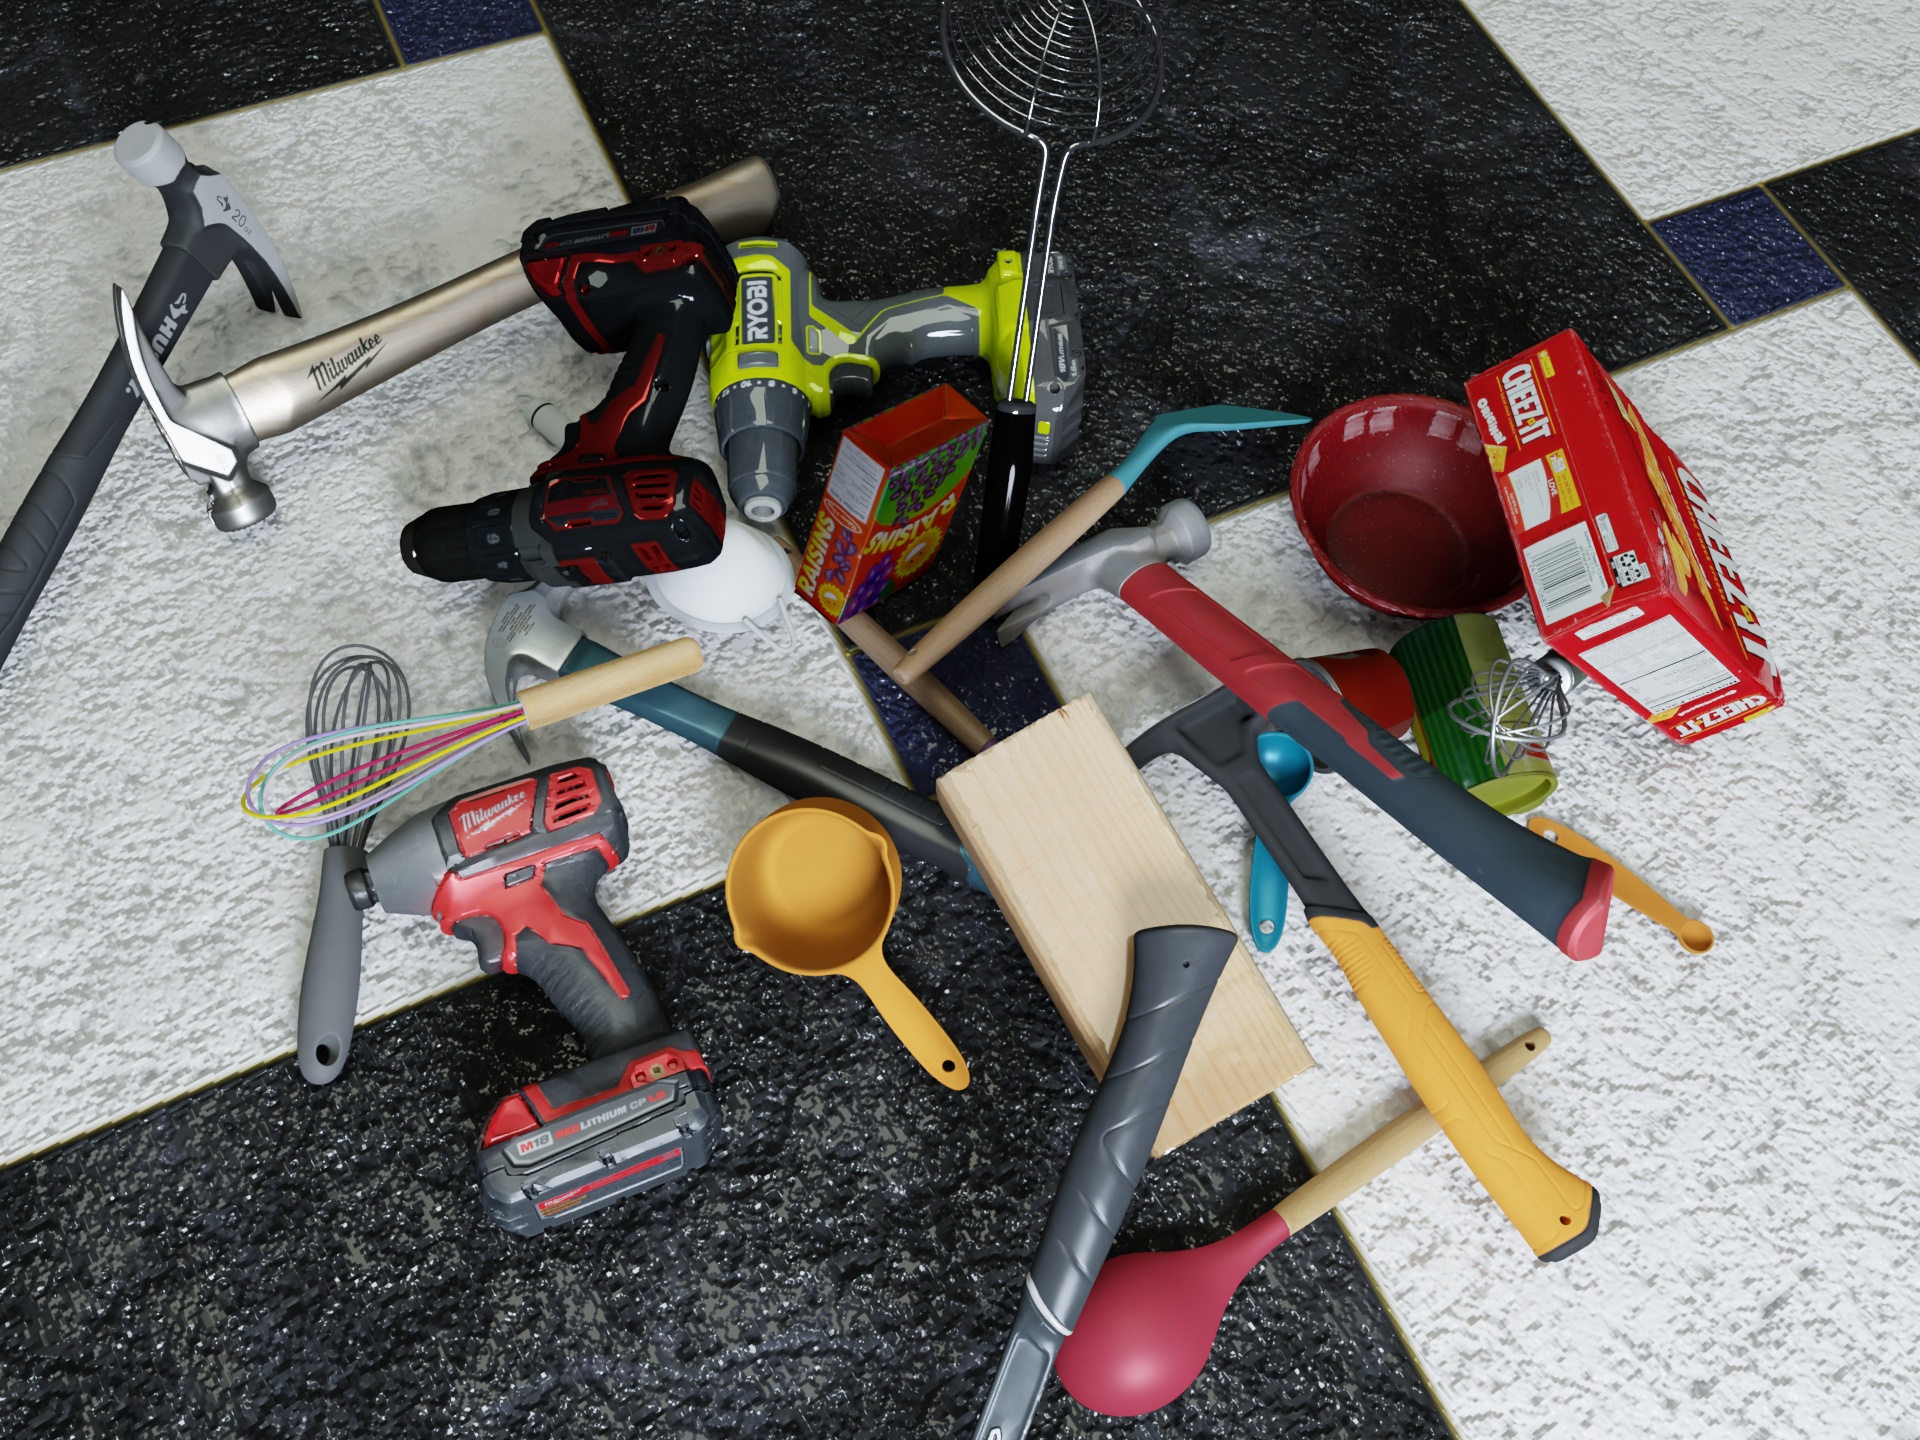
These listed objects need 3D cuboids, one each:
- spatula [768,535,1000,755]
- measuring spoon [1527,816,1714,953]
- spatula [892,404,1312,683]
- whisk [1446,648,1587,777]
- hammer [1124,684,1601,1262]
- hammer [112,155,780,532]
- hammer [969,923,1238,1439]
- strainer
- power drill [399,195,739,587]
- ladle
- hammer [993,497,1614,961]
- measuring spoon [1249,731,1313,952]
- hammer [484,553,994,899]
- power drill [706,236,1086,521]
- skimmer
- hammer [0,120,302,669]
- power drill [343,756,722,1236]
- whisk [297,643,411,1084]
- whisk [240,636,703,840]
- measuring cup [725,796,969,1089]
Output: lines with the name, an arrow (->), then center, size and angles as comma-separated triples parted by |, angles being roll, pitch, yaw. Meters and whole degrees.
spatula -> -0.001, -0.003, 0.910 | 0.316, 0.018, 0.060 | 43, 53, 16
measuring spoon -> 0.369, 0.093, 0.895 | 0.117, 0.011, 0.021 | 38, 67, 18
spatula -> 0.079, -0.114, 0.933 | 0.317, 0.044, 0.082 | -42, 38, -23
whisk -> 0.318, -0.020, 0.861 | 0.058, 0.059, 0.246 | 8, 16, 31
hammer -> 0.206, 0.128, 0.828 | 0.127, 0.034, 0.337 | -29, 67, -10
hammer -> -0.292, -0.269, 0.973 | 0.410, 0.146, 0.038 | -32, 35, -23
hammer -> 0.036, 0.279, 0.701 | 0.149, 0.036, 0.409 | 22, 82, 4
strainer -> -0.185, -0.129, 0.940 | 0.259, 0.050, 0.087 | 39, 54, 24
power drill -> -0.220, -0.178, 0.912 | 0.188, 0.080, 0.227 | -5, 65, 15
ladle -> 0.181, 0.239, 0.799 | 0.315, 0.031, 0.069 | -29, 69, -19
hammer -> 0.167, 0.002, 0.819 | 0.143, 0.038, 0.387 | -28, 42, -15
measuring spoon -> 0.173, 0.069, 0.889 | 0.042, 0.021, 0.129 | 6, 68, 6
hammer -> -0.116, 0.012, 0.887 | 0.331, 0.033, 0.128 | 25, 64, 8
power drill -> -0.042, -0.212, 0.981 | 0.228, 0.080, 0.191 | -3, 64, -3
skimmer -> 0.035, -0.245, 0.905 | 0.127, 0.363, 0.090 | 2, 23, -14
hammer -> -0.493, -0.162, 0.913 | 0.035, 0.146, 0.335 | 15, 75, 18
power drill -> -0.213, 0.131, 0.792 | 0.143, 0.078, 0.220 | -18, 65, -17
whisk -> -0.326, 0.070, 0.837 | 0.055, 0.055, 0.239 | -1, 68, -4
whisk -> -0.249, 0.005, 0.832 | 0.245, 0.047, 0.051 | -21, 98, -22
measuring cup -> -0.049, 0.117, 0.832 | 0.095, 0.052, 0.173 | -37, 95, 9
